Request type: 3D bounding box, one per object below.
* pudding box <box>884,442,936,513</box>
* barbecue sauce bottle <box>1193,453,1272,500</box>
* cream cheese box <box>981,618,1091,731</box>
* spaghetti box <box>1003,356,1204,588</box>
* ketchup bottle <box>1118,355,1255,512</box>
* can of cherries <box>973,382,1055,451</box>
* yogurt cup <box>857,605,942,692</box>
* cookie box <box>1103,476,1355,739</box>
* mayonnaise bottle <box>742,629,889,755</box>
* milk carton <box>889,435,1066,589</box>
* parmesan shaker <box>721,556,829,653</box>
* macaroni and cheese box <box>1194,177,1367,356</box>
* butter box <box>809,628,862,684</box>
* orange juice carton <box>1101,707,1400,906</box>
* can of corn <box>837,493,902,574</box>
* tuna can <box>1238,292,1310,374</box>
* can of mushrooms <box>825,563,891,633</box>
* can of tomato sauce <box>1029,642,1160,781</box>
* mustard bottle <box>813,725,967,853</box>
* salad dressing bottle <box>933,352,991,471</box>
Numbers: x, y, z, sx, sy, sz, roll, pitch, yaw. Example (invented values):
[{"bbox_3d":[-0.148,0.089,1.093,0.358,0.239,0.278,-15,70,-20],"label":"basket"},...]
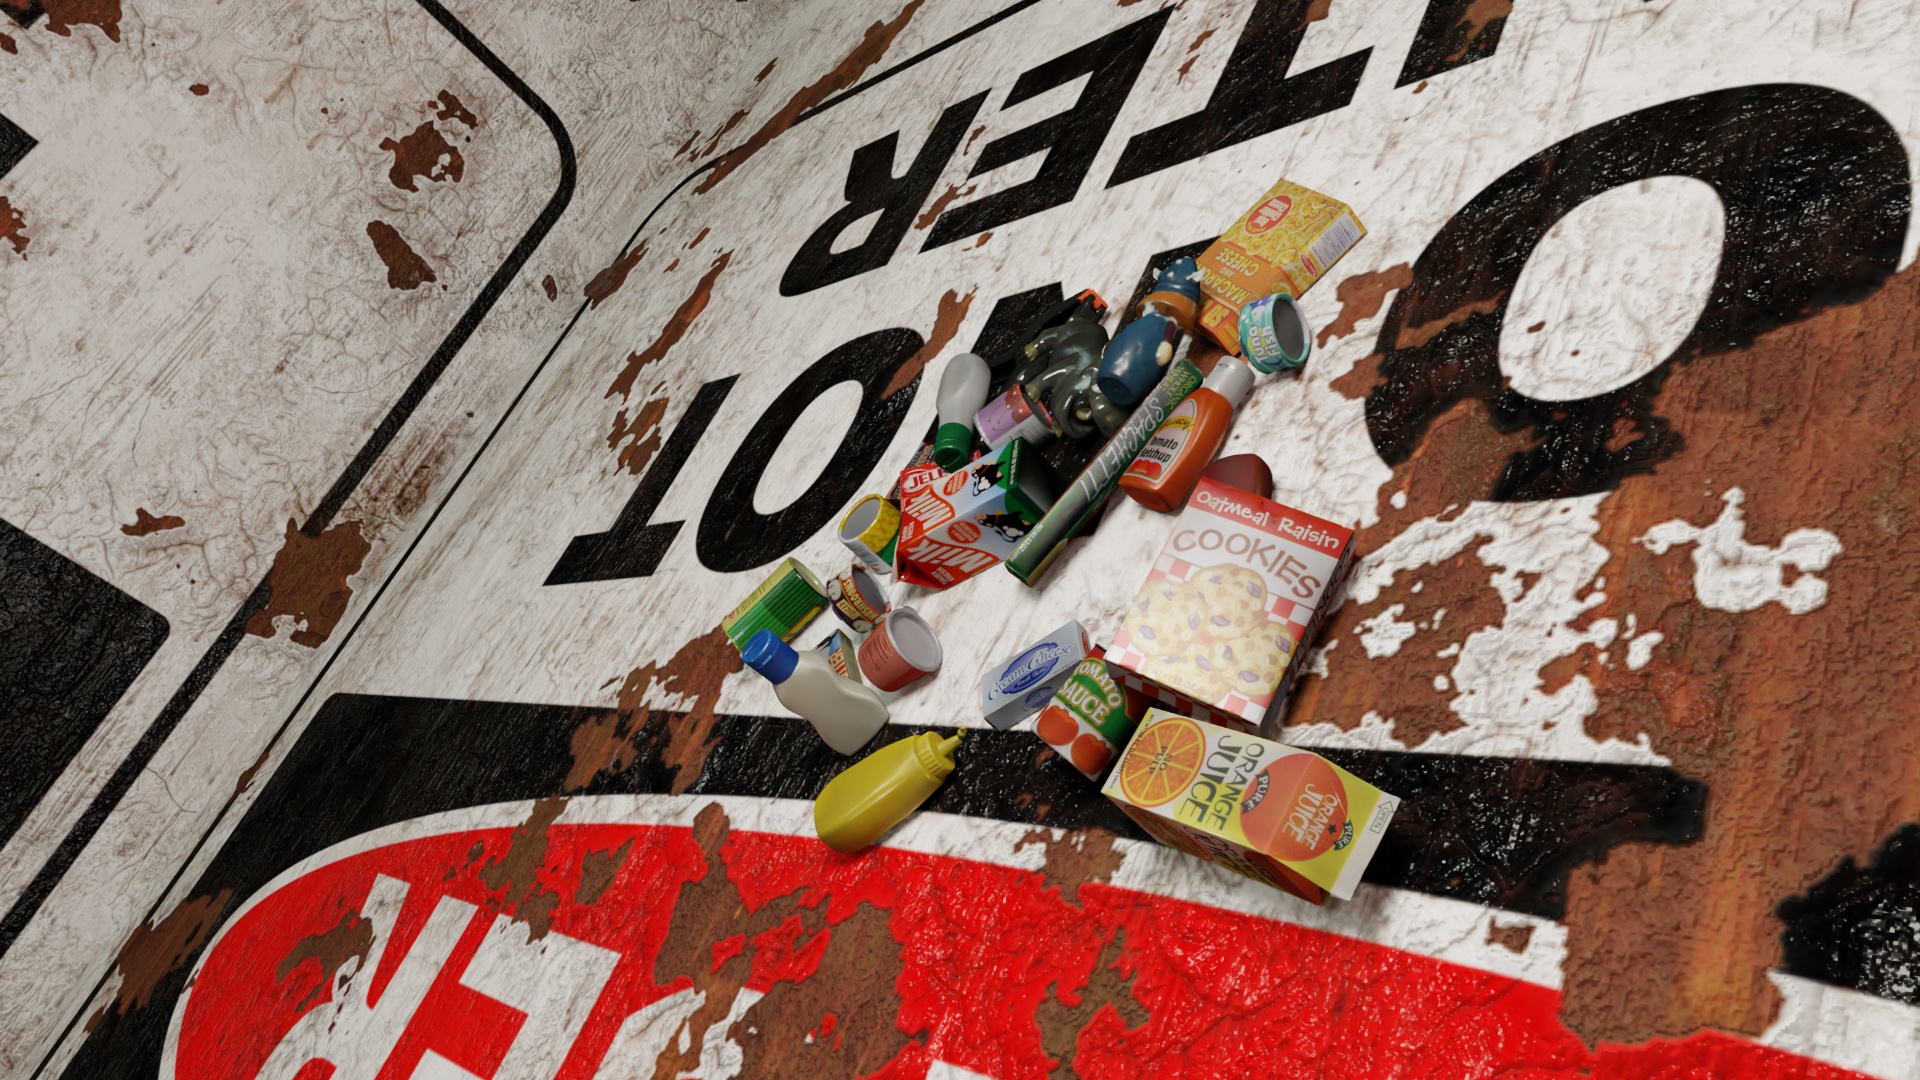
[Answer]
[{"bbox_3d":[-0.041,-0.066,1.506,0.049,0.030,0.084,9,61,55],"label":"pudding box"},{"bbox_3d":[0.212,0.000,1.099,0.064,0.043,0.149,-22,39,36],"label":"barbecue sauce bottle"},{"bbox_3d":[0.064,0.114,1.169,0.103,0.024,0.053,-34,31,21],"label":"cream cheese box"},{"bbox_3d":[0.132,-0.061,1.260,0.250,0.029,0.050,-49,-13,-3],"label":"spaghetti box"},{"bbox_3d":[0.204,-0.094,1.219,0.149,0.043,0.065,-53,30,-11],"label":"ketchup bottle"},{"bbox_3d":[0.055,-0.120,1.411,0.058,0.071,0.072,-36,32,18],"label":"can of cherries"},{"bbox_3d":[-0.059,0.105,1.297,0.053,0.072,0.073,-40,30,28],"label":"yogurt cup"},{"bbox_3d":[0.197,0.046,1.011,0.123,0.040,0.168,22,68,25],"label":"cookie box"},{"bbox_3d":[-0.135,0.136,1.271,0.064,0.148,0.041,-45,30,4],"label":"mayonnaise bottle"},{"bbox_3d":[0.005,-0.017,1.348,0.190,0.073,0.073,-27,36,31],"label":"milk carton"},{"bbox_3d":[-0.198,0.076,1.501,0.103,0.071,0.071,-43,30,5],"label":"parmesan shaker"},{"bbox_3d":[0.283,-0.260,1.316,0.166,0.040,0.124,-44,31,5],"label":"macaroni and cheese box"},{"bbox_3d":[-0.127,0.136,1.384,0.053,0.024,0.104,-40,31,10],"label":"butter box"},{"bbox_3d":[0.189,0.173,0.895,0.192,0.073,0.072,9,61,55],"label":"orange juice carton"},{"bbox_3d":[-0.086,-0.009,1.468,0.071,0.058,0.071,-32,34,25],"label":"can of corn"},{"bbox_3d":[0.272,-0.180,1.207,0.032,0.071,0.071,-13,44,43],"label":"tuna can"},{"bbox_3d":[-0.103,0.059,1.400,0.033,0.071,0.071,-35,32,17],"label":"can of mushrooms"},{"bbox_3d":[0.102,0.130,1.057,0.083,0.071,0.071,-50,30,-5],"label":"can of tomato sauce"},{"bbox_3d":[-0.054,0.206,1.186,0.160,0.048,0.065,-35,33,18],"label":"mustard bottle"},{"bbox_3d":[-0.001,-0.135,1.459,0.064,0.044,0.148,-33,32,36],"label":"salad dressing bottle"}]
